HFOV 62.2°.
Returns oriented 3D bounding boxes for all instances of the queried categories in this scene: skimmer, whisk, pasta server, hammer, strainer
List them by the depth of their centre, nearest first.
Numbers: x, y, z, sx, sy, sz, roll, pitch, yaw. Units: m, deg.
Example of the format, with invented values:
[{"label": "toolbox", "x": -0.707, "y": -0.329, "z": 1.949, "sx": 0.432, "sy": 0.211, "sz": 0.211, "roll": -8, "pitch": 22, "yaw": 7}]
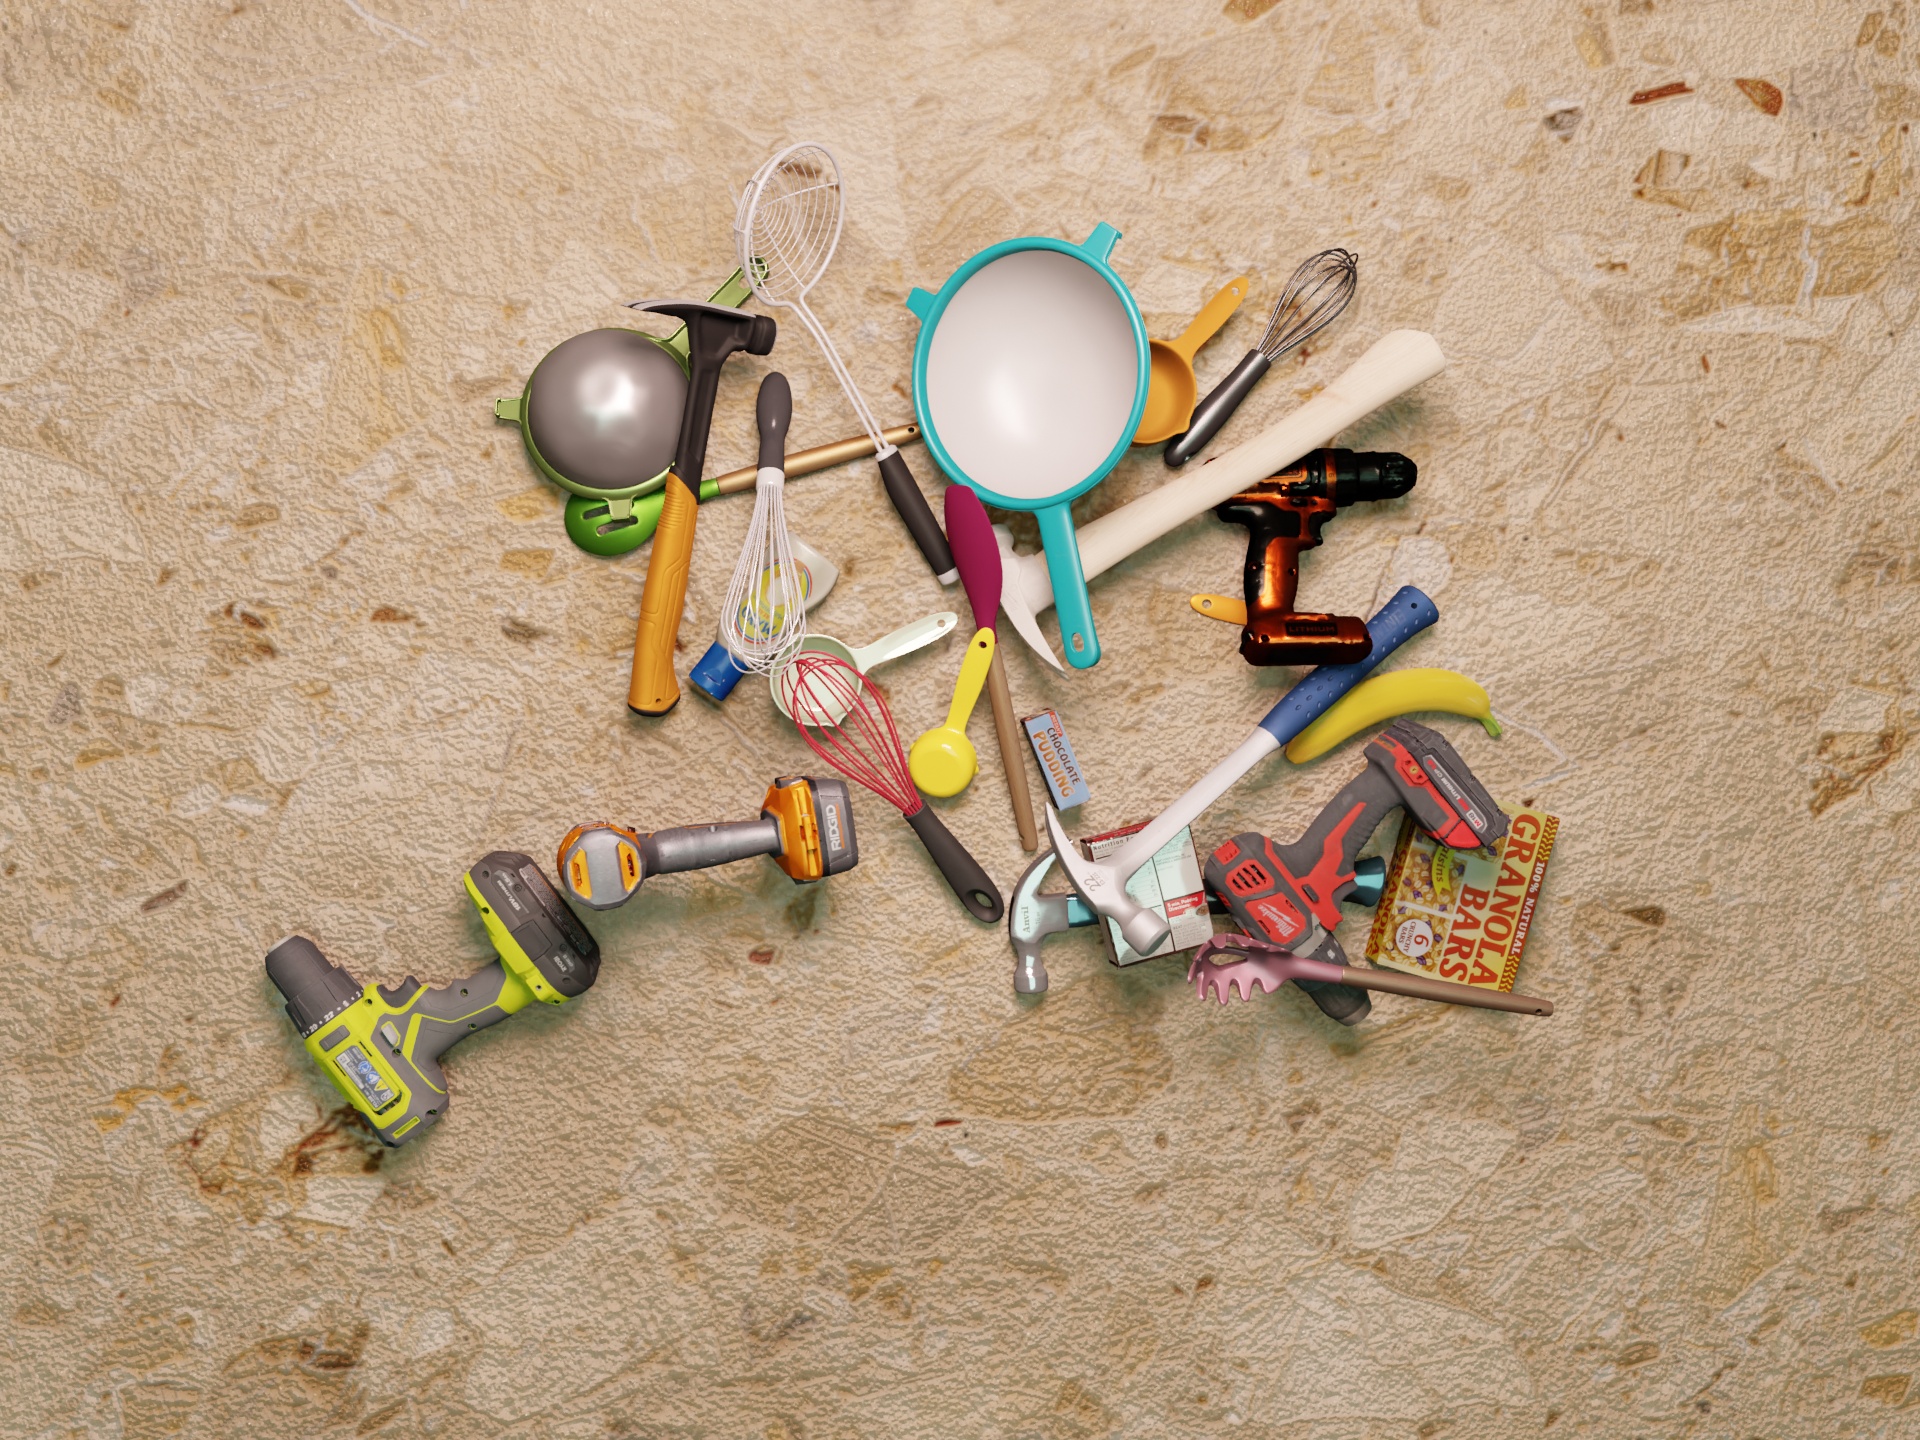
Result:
[{"label": "whisk", "x": -0.154, "y": -0.164, "z": 1.272, "sx": 0.070, "sy": 0.070, "sz": 0.285, "roll": 2, "pitch": 64, "yaw": -5}, {"label": "hammer", "x": -0.232, "y": -0.166, "z": 1.277, "sx": 0.127, "sy": 0.034, "sz": 0.336, "roll": 0, "pitch": 108, "yaw": -41}, {"label": "skimmer", "x": -0.070, "y": -0.277, "z": 1.280, "sx": 0.127, "sy": 0.090, "sz": 0.363, "roll": -43, "pitch": 111, "yaw": -42}, {"label": "strainer", "x": 0.085, "y": -0.213, "z": 1.283, "sx": 0.211, "sy": 0.095, "sz": 0.340, "roll": -10, "pitch": 93, "yaw": 32}, {"label": "strainer", "x": -0.250, "y": -0.296, "z": 1.290, "sx": 0.151, "sy": 0.069, "sz": 0.256, "roll": 42, "pitch": 82, "yaw": 6}, {"label": "pasta server", "x": 0.335, "y": 0.216, "z": 1.292, "sx": 0.316, "sy": 0.040, "sz": 0.060, "roll": 10, "pitch": 117, "yaw": -7}, {"label": "hammer", "x": 0.216, "y": -0.190, "z": 1.307, "sx": 0.410, "sy": 0.038, "sz": 0.146, "roll": -30, "pitch": 70, "yaw": 4}, {"label": "whisk", "x": -0.049, "y": 0.058, "z": 1.308, "sx": 0.073, "sy": 0.073, "sz": 0.295, "roll": -38, "pitch": 111, "yaw": -3}, {"label": "hammer", "x": 0.244, "y": 0.016, "z": 1.322, "sx": 0.405, "sy": 0.035, "sz": 0.144, "roll": -39, "pitch": 67, "yaw": -17}, {"label": "whisk", "x": 0.256, "y": -0.309, "z": 1.357, "sx": 0.055, "sy": 0.055, "sz": 0.239, "roll": 41, "pitch": 91, "yaw": -5}, {"label": "hammer", "x": 0.204, "y": 0.154, "z": 1.369, "sx": 0.331, "sy": 0.033, "sz": 0.128, "roll": -5, "pitch": 93, "yaw": -5}]

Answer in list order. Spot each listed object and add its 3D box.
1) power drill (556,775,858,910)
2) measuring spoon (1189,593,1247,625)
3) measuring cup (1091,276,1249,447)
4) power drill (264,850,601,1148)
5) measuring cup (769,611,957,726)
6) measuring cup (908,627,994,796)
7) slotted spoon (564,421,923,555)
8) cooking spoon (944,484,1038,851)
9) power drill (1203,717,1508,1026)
[{"label": "power drill", "x": -0.210, "y": 0.099, "z": 1.281, "sx": 0.226, "sy": 0.164, "sz": 0.084, "roll": -9, "pitch": 92, "yaw": -17}, {"label": "measuring spoon", "x": 0.255, "y": -0.091, "z": 1.378, "sx": 0.117, "sy": 0.011, "sz": 0.021, "roll": 13, "pitch": 90, "yaw": -5}, {"label": "measuring cup", "x": 0.180, "y": -0.306, "z": 1.348, "sx": 0.095, "sy": 0.052, "sz": 0.173, "roll": 42, "pitch": 86, "yaw": -5}, {"label": "power drill", "x": -0.430, "y": 0.208, "z": 1.291, "sx": 0.228, "sy": 0.080, "sz": 0.190, "roll": -36, "pitch": 94, "yaw": -1}, {"label": "measuring cup", "x": -0.080, "y": -0.052, "z": 1.336, "sx": 0.167, "sy": 0.038, "sz": 0.083, "roll": -25, "pitch": 93, "yaw": -6}, {"label": "measuring cup", "x": -0.002, "y": -0.004, "z": 1.315, "sx": 0.062, "sy": 0.029, "sz": 0.156, "roll": 20, "pitch": 117, "yaw": 3}, {"label": "slotted spoon", "x": -0.178, "y": -0.205, "z": 1.329, "sx": 0.313, "sy": 0.031, "sz": 0.070, "roll": -16, "pitch": 88, "yaw": -6}, {"label": "cooking spoon", "x": 0.029, "y": -0.039, "z": 1.320, "sx": 0.017, "sy": 0.069, "sz": 0.318, "roll": -22, "pitch": 108, "yaw": -31}, {"label": "power drill", "x": 0.339, "y": 0.128, "z": 1.324, "sx": 0.226, "sy": 0.080, "sz": 0.188, "roll": -39, "pitch": 98, "yaw": 3}]
